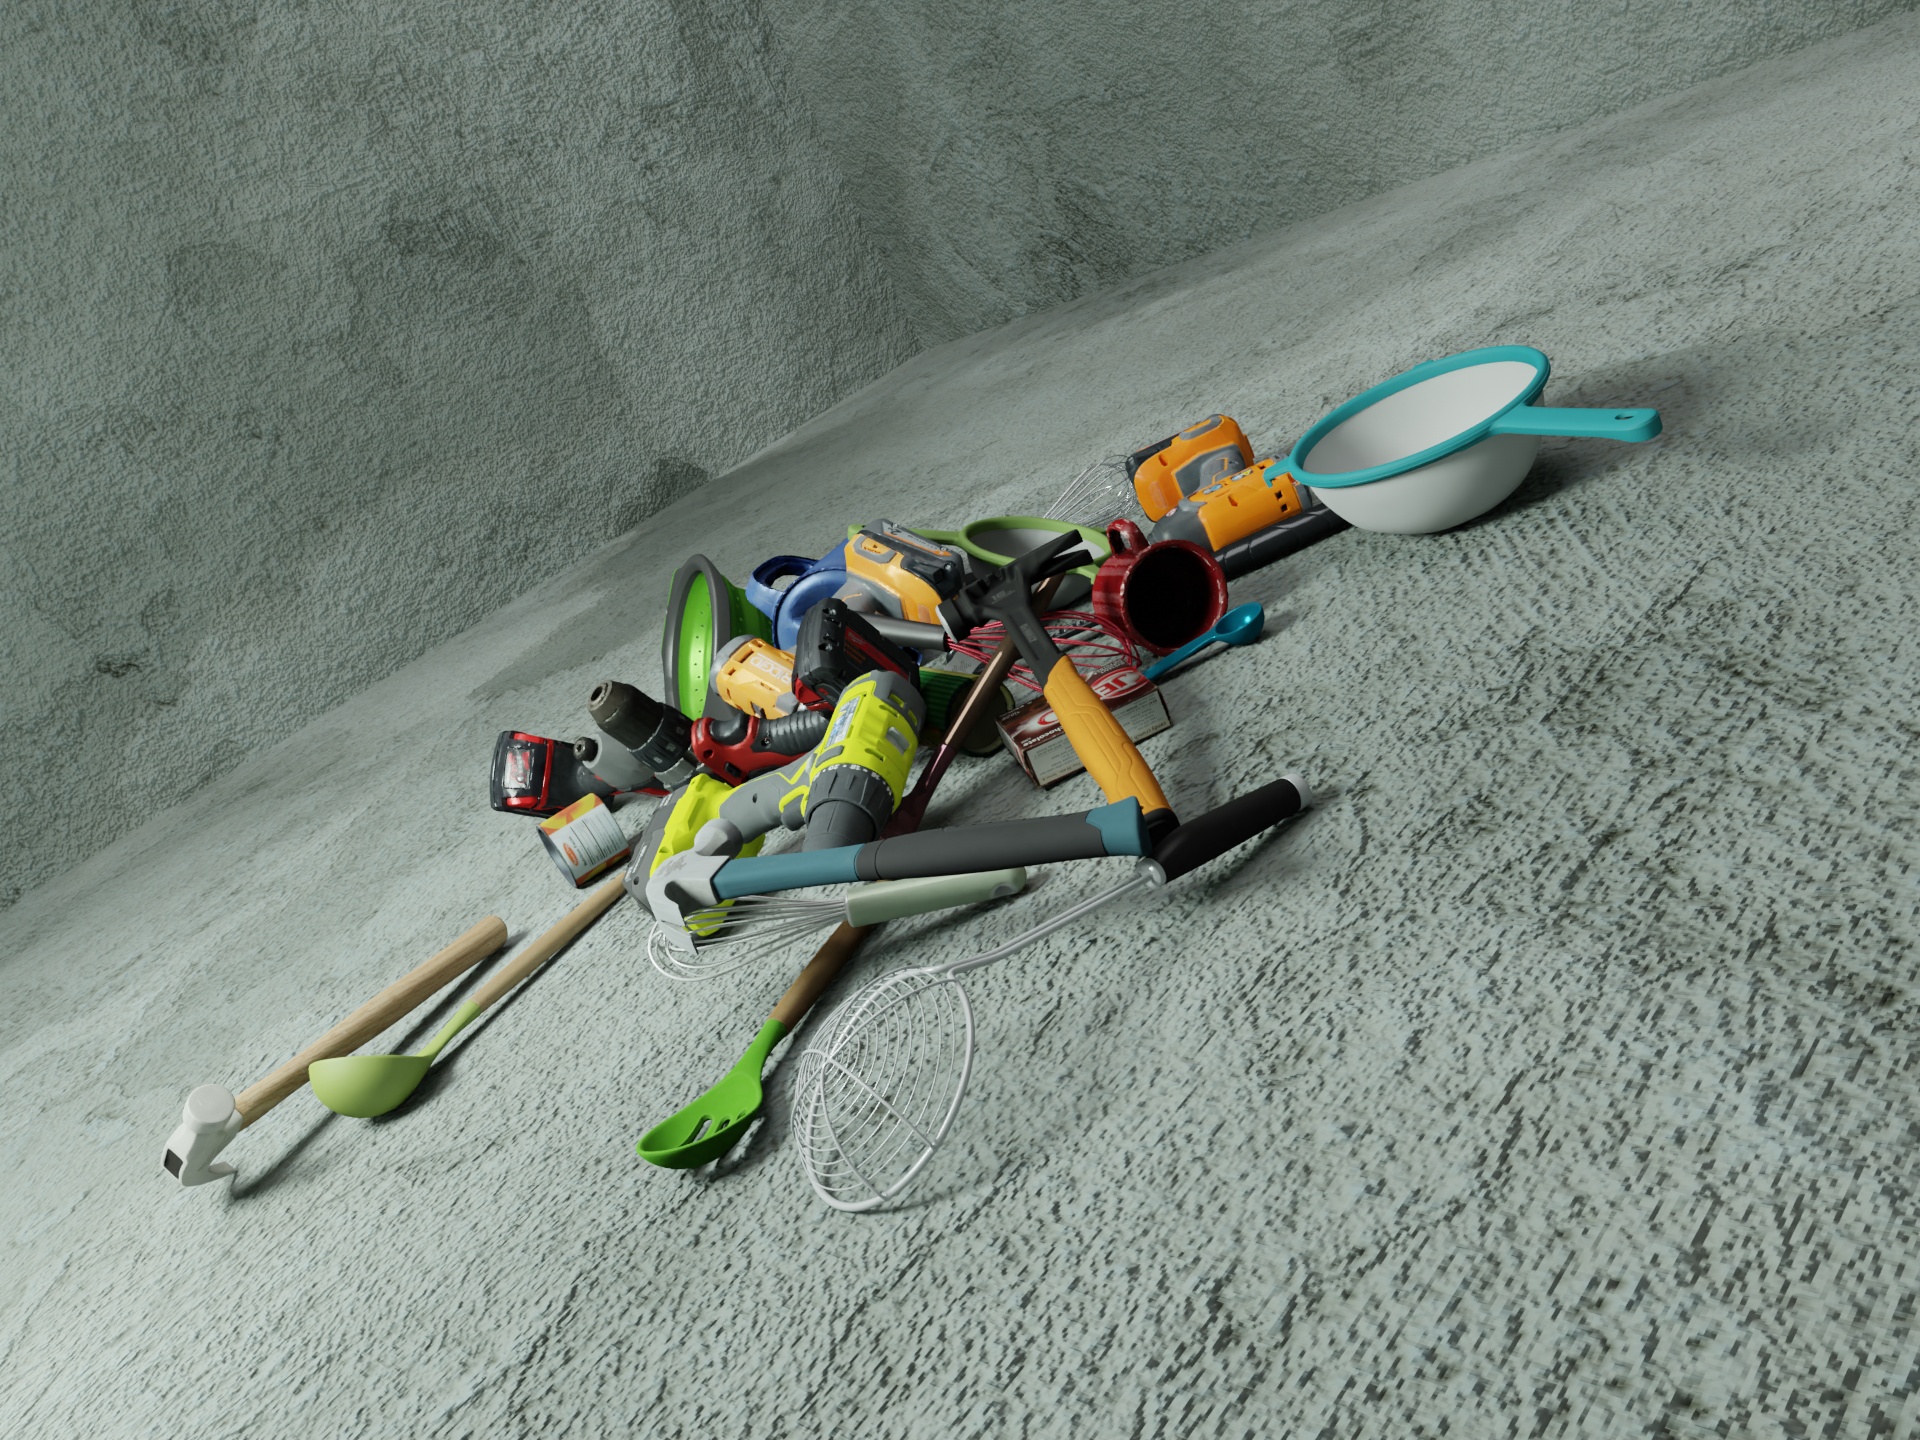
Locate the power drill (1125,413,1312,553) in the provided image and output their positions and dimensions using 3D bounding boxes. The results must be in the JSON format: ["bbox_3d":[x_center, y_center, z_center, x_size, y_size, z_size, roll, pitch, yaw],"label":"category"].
[{"bbox_3d":[0.226,-0.213,1.515,0.164,0.084,0.227,-25,22,5],"label":"power drill"}]

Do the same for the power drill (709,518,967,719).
[{"bbox_3d":[-0.084,-0.064,1.406,0.185,0.084,0.226,28,59,29],"label":"power drill"}]

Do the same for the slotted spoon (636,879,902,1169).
[{"bbox_3d":[-0.100,0.176,0.986,0.070,0.031,0.314,-15,20,30],"label":"slotted spoon"}]

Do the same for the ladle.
[{"bbox_3d":[-0.367,0.198,1.239,0.078,0.062,0.320,-22,14,39],"label":"ladle"}]

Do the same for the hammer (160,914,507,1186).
[{"bbox_3d":[-0.472,0.244,1.231,0.130,0.031,0.331,-52,-7,35],"label":"hammer"}]

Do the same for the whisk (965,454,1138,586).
[{"bbox_3d":[0.082,-0.195,1.703,0.284,0.070,0.070,-35,20,-13],"label":"whisk"}]

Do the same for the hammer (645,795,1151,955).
[{"bbox_3d":[-0.043,0.081,0.939,0.331,0.033,0.128,-9,21,25],"label":"hammer"}]

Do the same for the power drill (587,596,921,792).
[{"bbox_3d":[-0.164,-0.006,1.259,0.226,0.187,0.080,-29,39,30],"label":"power drill"}]

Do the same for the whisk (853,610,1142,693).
[{"bbox_3d":[0.008,-0.064,1.302,0.296,0.073,0.073,9,34,26],"label":"whisk"}]

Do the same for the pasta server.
[{"bbox_3d":[-0.002,-0.004,1.192,0.060,0.040,0.316,-12,41,56],"label":"pasta server"}]

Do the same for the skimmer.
[{"bbox_3d":[0.065,0.135,0.869,0.363,0.090,0.127,-25,15,-29],"label":"skimmer"}]

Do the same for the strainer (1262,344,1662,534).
[{"bbox_3d":[0.404,-0.197,1.214,0.211,0.095,0.341,-35,23,-15],"label":"strainer"}]

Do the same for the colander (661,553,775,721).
[{"bbox_3d":[-0.210,-0.030,1.579,0.094,0.204,0.398,3,25,-24],"label":"colander"}]

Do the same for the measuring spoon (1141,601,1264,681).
[{"bbox_3d":[0.183,-0.048,1.236,0.128,0.021,0.042,-33,20,10],"label":"measuring spoon"}]

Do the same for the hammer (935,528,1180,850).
[{"bbox_3d":[0.082,-0.022,1.102,0.127,0.034,0.337,-29,36,2],"label":"hammer"}]

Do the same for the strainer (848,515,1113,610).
[{"bbox_3d":[0.018,-0.147,1.525,0.256,0.069,0.152,5,24,4],"label":"strainer"}]

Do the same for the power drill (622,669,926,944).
[{"bbox_3d":[-0.132,0.074,1.140,0.228,0.080,0.191,-29,26,29],"label":"power drill"}]

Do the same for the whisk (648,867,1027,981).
[{"bbox_3d":[-0.079,0.121,1.014,0.246,0.057,0.059,-11,56,-1],"label":"whisk"}]

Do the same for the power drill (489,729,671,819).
[{"bbox_3d":[-0.343,0.046,1.495,0.220,0.078,0.143,-8,-16,43],"label":"power drill"}]

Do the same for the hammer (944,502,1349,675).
[{"bbox_3d":[0.174,-0.113,1.382,0.409,0.036,0.149,-24,20,7],"label":"hammer"}]
